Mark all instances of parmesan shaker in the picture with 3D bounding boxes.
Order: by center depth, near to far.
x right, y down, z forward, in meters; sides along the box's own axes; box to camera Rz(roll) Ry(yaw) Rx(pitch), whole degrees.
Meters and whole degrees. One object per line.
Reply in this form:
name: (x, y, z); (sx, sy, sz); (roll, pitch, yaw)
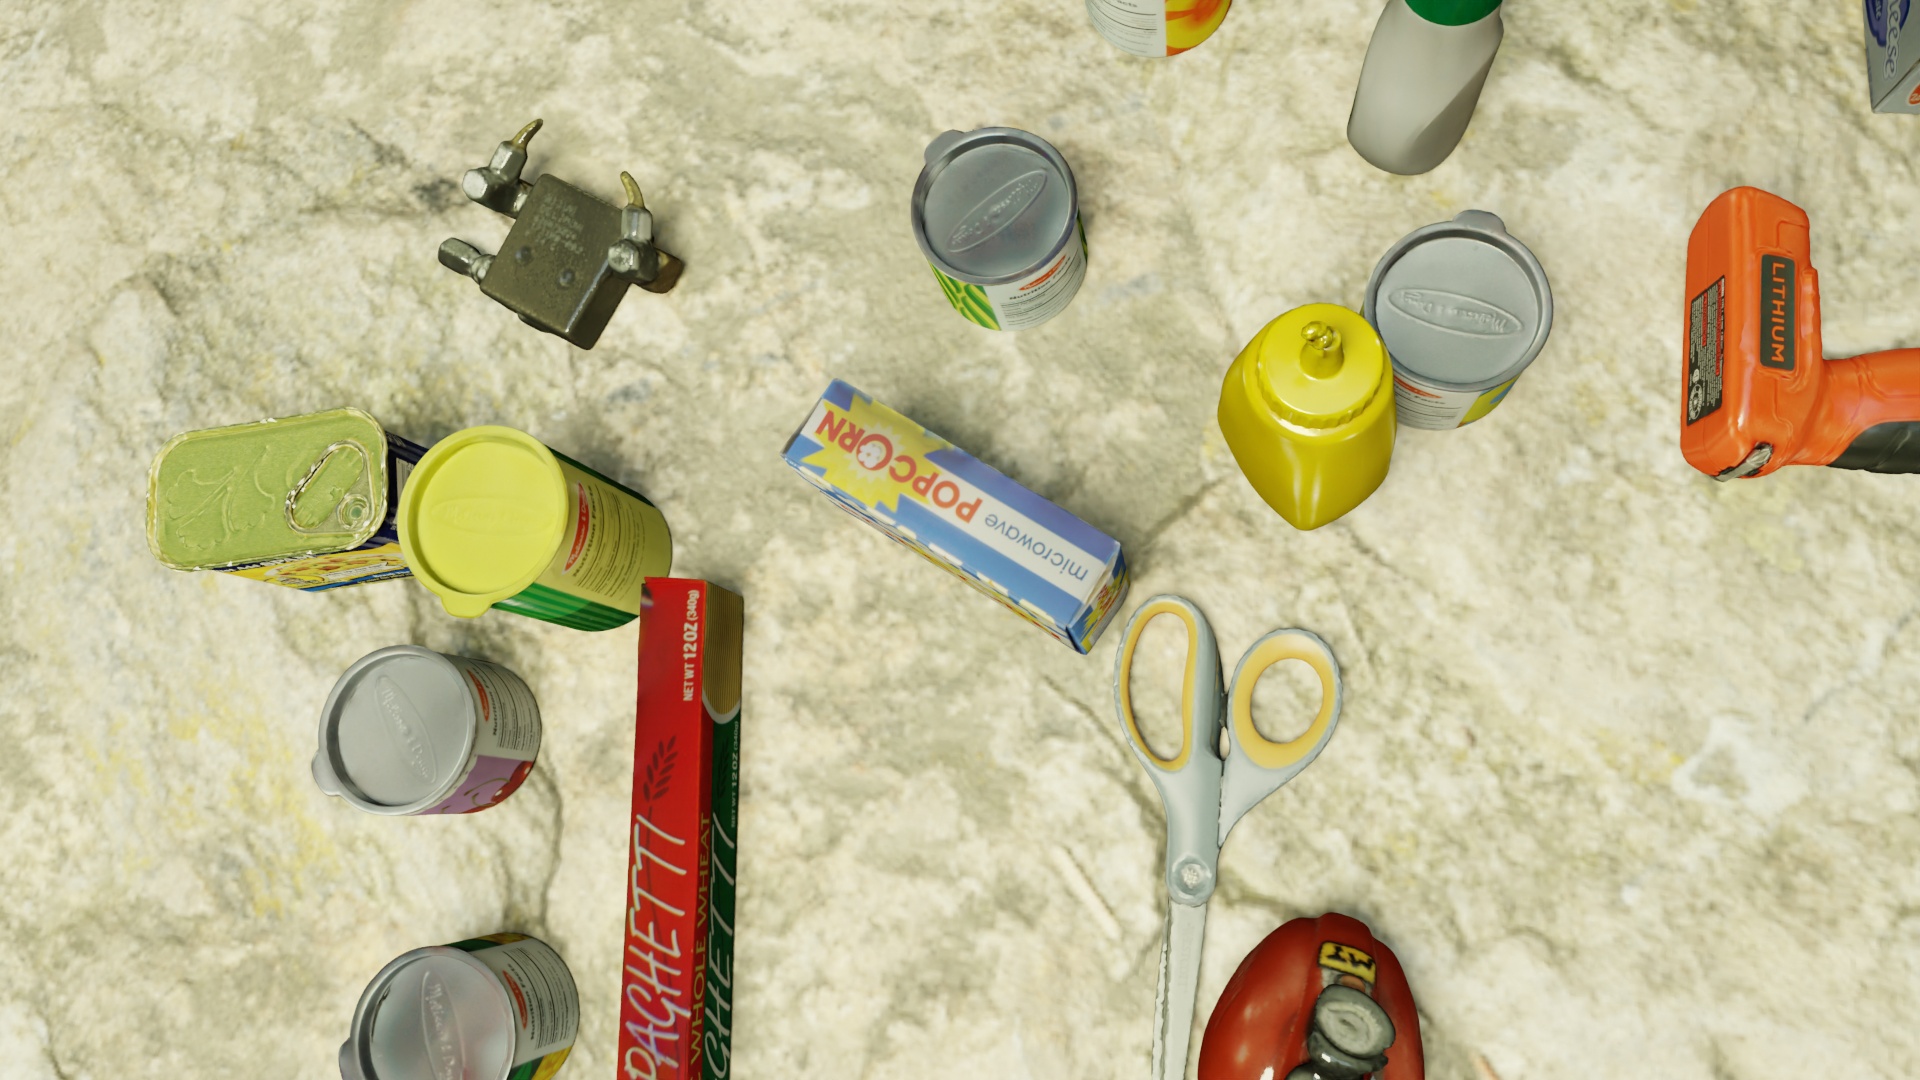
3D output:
parmesan shaker: (-0.165, 0.002, 0.549); (0.071, 0.103, 0.071); (-2, 79, 9)

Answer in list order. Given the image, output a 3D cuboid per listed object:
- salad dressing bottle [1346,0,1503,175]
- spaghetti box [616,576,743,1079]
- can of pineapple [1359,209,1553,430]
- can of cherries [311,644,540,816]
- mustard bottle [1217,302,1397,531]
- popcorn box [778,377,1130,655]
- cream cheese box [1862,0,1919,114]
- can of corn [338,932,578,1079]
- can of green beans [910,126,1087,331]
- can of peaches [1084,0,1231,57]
salad dressing bottle: (0.173, -0.185, 0.507); (0.044, 0.147, 0.064); (37, 88, 14)
spaghetti box: (-0.108, 0.140, 0.540); (0.029, 0.050, 0.250); (-2, 79, 9)
can of pineapple: (0.186, -0.082, 0.531); (0.071, 0.058, 0.071); (-2, 79, 9)
can of cherries: (-0.216, 0.079, 0.566); (0.071, 0.058, 0.071); (-2, 79, 9)
mustard bottle: (0.122, -0.047, 0.482); (0.049, 0.160, 0.065); (-35, 76, 2)
popcorn box: (0.002, -0.007, 0.532); (0.127, 0.085, 0.038); (31, 86, 14)
cream cheese box: (0.368, -0.222, 0.530); (0.024, 0.053, 0.104); (2, 80, 10)
can of corn: (-0.193, 0.190, 0.540); (0.071, 0.058, 0.071); (-2, 79, 9)
can of green beans: (0.017, -0.125, 0.567); (0.071, 0.057, 0.071); (-2, 79, 9)
can of peaches: (0.084, -0.247, 0.580); (0.071, 0.058, 0.071); (-2, 79, 9)
